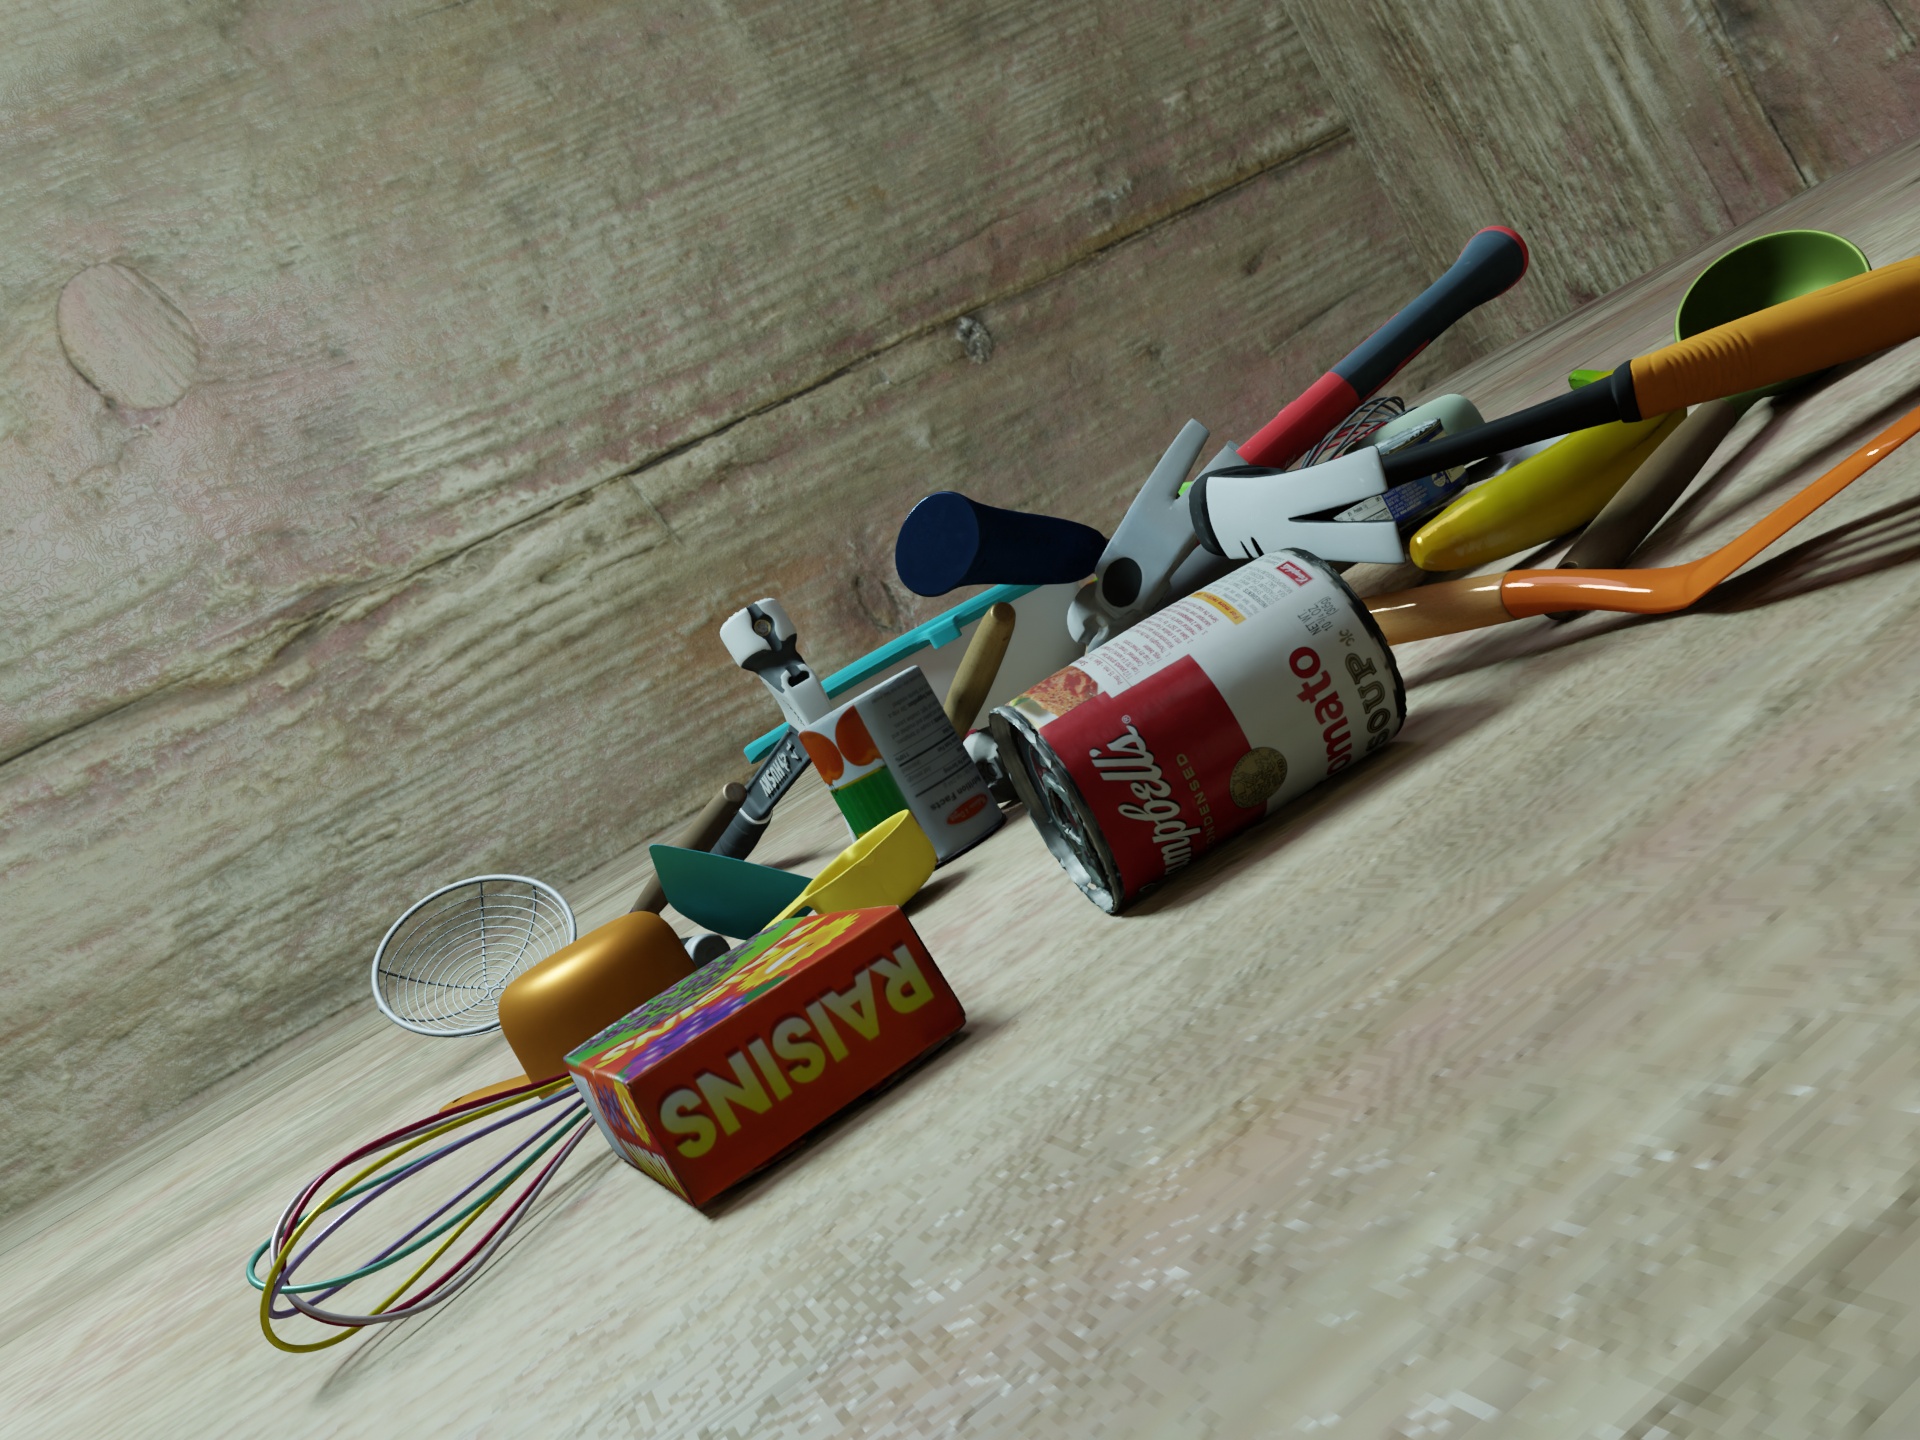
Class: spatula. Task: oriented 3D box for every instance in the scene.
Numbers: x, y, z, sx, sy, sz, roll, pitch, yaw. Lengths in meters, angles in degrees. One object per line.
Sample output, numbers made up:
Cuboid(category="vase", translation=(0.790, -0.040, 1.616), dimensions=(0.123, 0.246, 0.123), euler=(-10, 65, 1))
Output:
Cuboid(category="spatula", translation=(0.150, -0.044, 0.497), dimensions=(0.081, 0.041, 0.323), euler=(-29, 11, -34))
Cuboid(category="spatula", translation=(-0.175, 0.101, 0.923), dimensions=(0.060, 0.018, 0.315), euler=(-31, -9, -34))
Cuboid(category="spatula", translation=(-0.115, 0.088, 0.860), dimensions=(0.082, 0.044, 0.317), euler=(13, -3, -4))

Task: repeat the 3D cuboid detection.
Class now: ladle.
Cuboid(category="ladle", translation=(-0.001, -0.003, 0.805), dimensions=(0.069, 0.031, 0.315), euler=(-38, -8, -15))
Cuboid(category="ladle", translation=(0.277, -0.118, 0.601), dimensions=(0.078, 0.062, 0.320), euler=(1, 27, 41))

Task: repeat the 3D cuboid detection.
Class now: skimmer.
Cuboid(category="skimmer", translation=(-0.232, 0.122, 0.886), dimensions=(0.127, 0.090, 0.363), euler=(-43, 13, -33))

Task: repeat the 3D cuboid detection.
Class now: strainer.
Cuboid(category="strainer", translation=(-0.035, -0.002, 1.100), dimensions=(0.340, 0.095, 0.211), euler=(-29, 1, 44))

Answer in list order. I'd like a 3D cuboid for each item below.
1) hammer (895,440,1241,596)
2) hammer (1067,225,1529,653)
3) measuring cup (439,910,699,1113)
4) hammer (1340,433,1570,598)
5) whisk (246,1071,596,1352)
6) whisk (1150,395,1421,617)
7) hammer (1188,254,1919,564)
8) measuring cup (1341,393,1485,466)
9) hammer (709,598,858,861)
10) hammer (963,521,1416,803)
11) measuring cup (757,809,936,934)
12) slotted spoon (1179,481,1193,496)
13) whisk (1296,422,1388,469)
Cuboid(category="hammer", translation=(0.069, -0.088, 0.802), dimensions=(0.144, 0.035, 0.405), euler=(-54, -15, 16))
Cuboid(category="hammer", translation=(0.197, -0.174, 0.798), dimensions=(0.386, 0.038, 0.143), euler=(-41, -11, -34))
Cuboid(category="measuring cup", translation=(-0.193, 0.138, 0.728), dimensions=(0.173, 0.052, 0.095), euler=(-25, 6, 30))
Cuboid(category="hammer", translation=(0.188, -0.064, 0.707), dimensions=(0.130, 0.031, 0.331), euler=(-25, 6, 47))
Cuboid(category="whisk", translation=(-0.126, 0.126, 0.521), dimensions=(0.051, 0.047, 0.245), euler=(-14, 8, 33))
Cuboid(category="whisk", translation=(0.175, -0.114, 0.854), dimensions=(0.239, 0.055, 0.055), euler=(-36, 6, -30))
Cuboid(category="hammer", translation=(0.249, -0.118, 0.529), dimensions=(0.337, 0.034, 0.127), euler=(-20, 10, -10))
Cuboid(category="measuring cup", translation=(0.258, -0.154, 0.840), dimensions=(0.167, 0.038, 0.083), euler=(-31, 3, -43))
Cuboid(category="hammer", translation=(-0.124, 0.054, 1.009), dimensions=(0.036, 0.149, 0.409), euler=(-31, -5, -21))
Cuboid(category="hammer", translation=(0.175, -0.070, 0.862), dimensions=(0.410, 0.038, 0.146), euler=(-33, 6, -41))
Cuboid(category="measuring cup", translation=(-0.072, 0.098, 0.651), dimensions=(0.156, 0.029, 0.062), euler=(-42, 6, -11))
Cuboid(category="slotted spoon", translation=(0.174, -0.134, 1.051), dimensions=(0.070, 0.031, 0.314), euler=(-42, 12, -2))
Cuboid(category="whisk", translation=(0.206, -0.113, 1.069), dimensions=(0.296, 0.073, 0.073), euler=(-38, 7, -22))
